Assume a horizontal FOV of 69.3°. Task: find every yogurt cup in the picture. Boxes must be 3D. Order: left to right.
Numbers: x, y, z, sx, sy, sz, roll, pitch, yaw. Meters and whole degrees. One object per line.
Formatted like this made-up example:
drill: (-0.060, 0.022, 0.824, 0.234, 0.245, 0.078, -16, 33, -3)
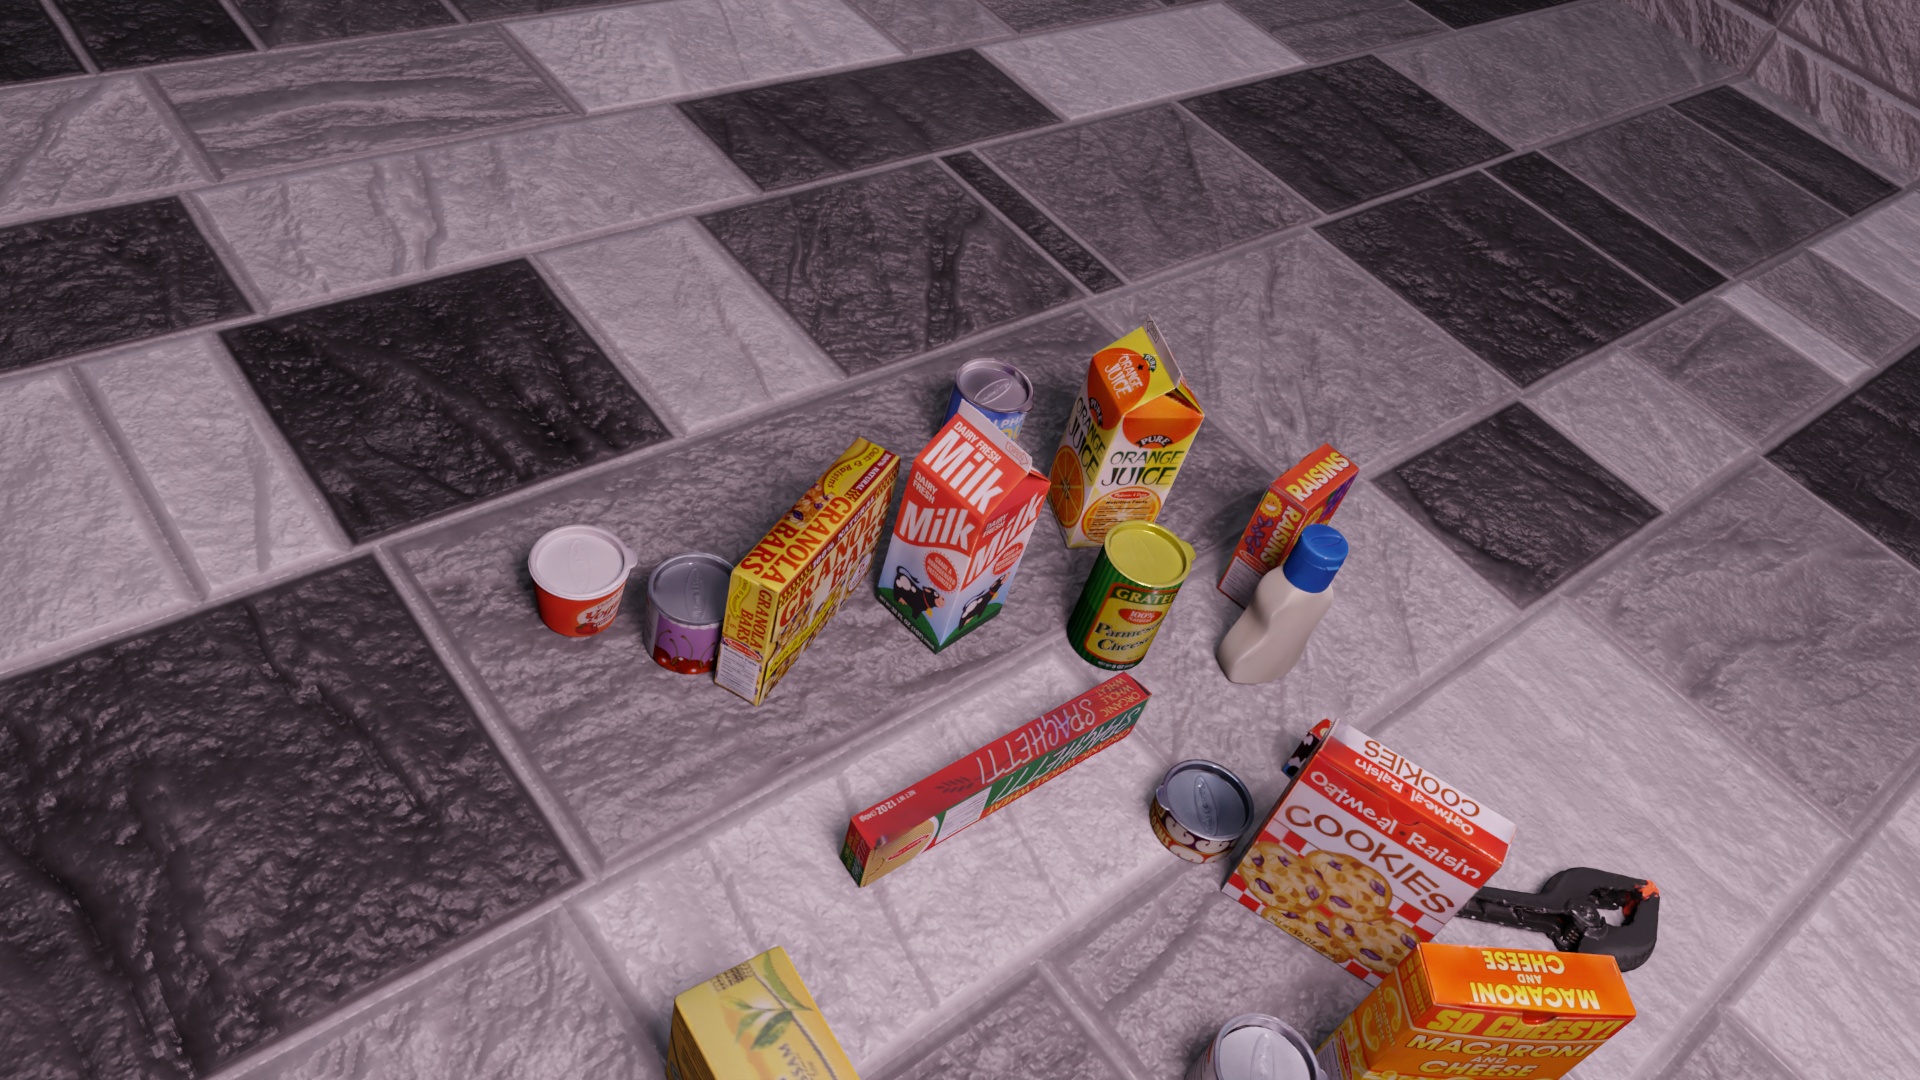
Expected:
yogurt cup: (-0.267, 0.030, 0.971, 0.072, 0.053, 0.073, 9, 45, -9)

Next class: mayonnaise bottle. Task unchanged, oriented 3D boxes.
mayonnaise bottle: (0.246, 0.049, 1.046, 0.065, 0.147, 0.041, -6, 49, -22)

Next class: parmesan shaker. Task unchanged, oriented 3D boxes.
parmesan shaker: (0.128, 0.043, 1.048, 0.071, 0.102, 0.072, 9, 45, -9)

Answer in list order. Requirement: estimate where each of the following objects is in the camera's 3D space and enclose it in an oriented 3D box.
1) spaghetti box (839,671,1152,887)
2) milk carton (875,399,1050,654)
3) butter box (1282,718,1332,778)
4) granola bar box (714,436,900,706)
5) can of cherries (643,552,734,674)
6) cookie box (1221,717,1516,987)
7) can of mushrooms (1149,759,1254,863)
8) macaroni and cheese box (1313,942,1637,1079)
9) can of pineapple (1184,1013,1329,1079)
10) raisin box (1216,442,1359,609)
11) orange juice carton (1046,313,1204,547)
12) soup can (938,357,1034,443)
spaghetti box: (0.029, 0.158, 0.944, 0.251, 0.049, 0.029, -23, 58, -34)
milk carton: (0.004, -0.013, 1.000, 0.072, 0.189, 0.074, 42, 49, 22)
butter box: (0.286, 0.181, 0.999, 0.024, 0.052, 0.104, -29, 61, -36)
granola bar box: (-0.106, 0.021, 0.981, 0.039, 0.123, 0.166, 28, 45, 10)
can of cherries: (-0.184, 0.052, 0.973, 0.071, 0.058, 0.072, 9, 45, -9)
cookie box: (0.254, 0.204, 0.886, 0.123, 0.166, 0.040, 31, 46, 13)
can of mushrooms: (0.165, 0.188, 0.968, 0.071, 0.033, 0.071, 9, 45, -9)
macaroni and cheese box: (0.291, 0.295, 0.810, 0.124, 0.165, 0.040, 7, 46, -11)
can of pineapple: (0.173, 0.325, 0.822, 0.071, 0.057, 0.071, 9, 45, -9)
raisin box: (0.265, -0.010, 1.127, 0.040, 0.122, 0.086, 41, 49, 21)
orange juice carton: (0.133, -0.084, 1.108, 0.073, 0.191, 0.072, -2, 48, -19)
soup can: (0.021, -0.099, 1.164, 0.071, 0.083, 0.072, 9, 45, -9)
